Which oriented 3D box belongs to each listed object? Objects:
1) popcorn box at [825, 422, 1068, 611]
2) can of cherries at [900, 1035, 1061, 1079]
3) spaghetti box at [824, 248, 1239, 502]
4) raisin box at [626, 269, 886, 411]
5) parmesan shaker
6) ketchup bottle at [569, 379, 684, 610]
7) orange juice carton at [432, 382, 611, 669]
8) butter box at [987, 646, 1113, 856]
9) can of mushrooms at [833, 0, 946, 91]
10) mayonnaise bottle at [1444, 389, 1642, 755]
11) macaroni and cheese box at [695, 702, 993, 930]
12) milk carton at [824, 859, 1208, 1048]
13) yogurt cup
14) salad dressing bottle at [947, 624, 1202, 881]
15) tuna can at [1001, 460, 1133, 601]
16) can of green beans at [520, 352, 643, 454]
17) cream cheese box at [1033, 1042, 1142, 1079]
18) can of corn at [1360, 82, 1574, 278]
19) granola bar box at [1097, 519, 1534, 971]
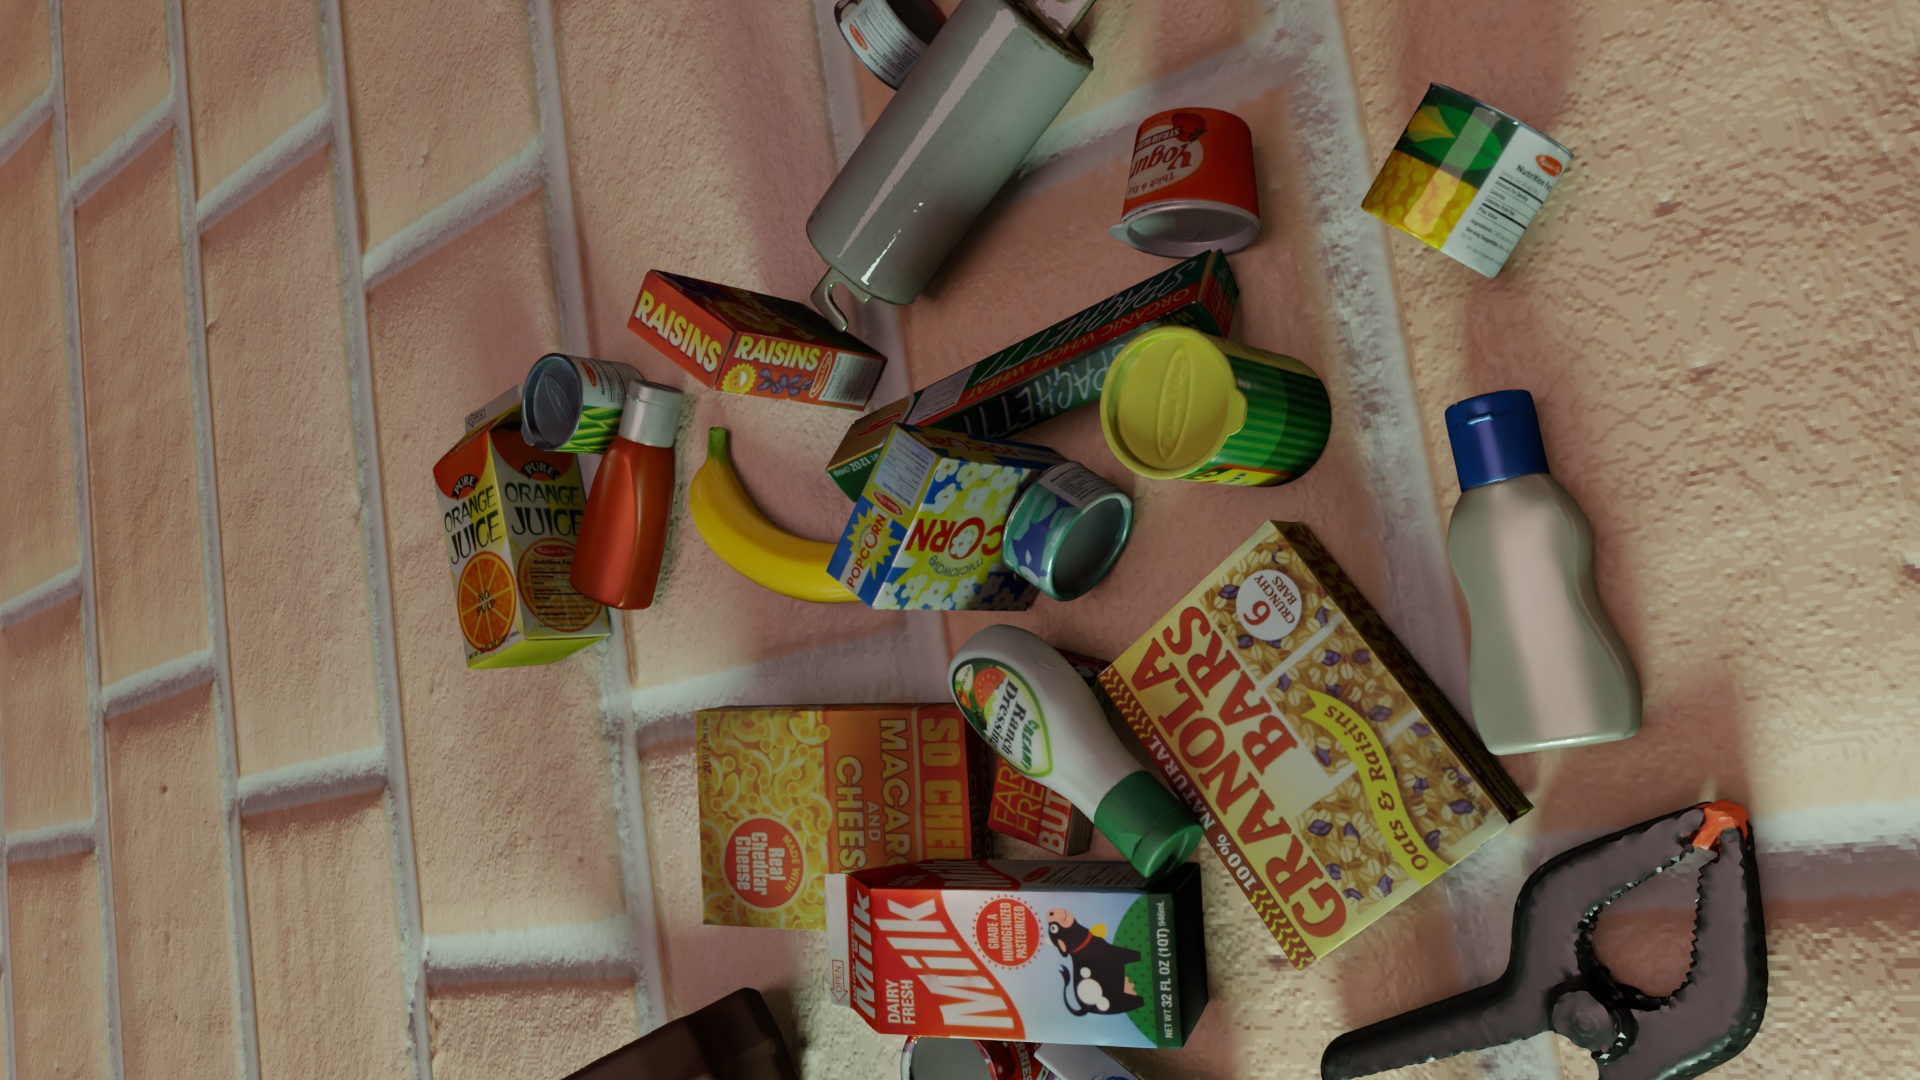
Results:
[{"bbox_3d":[0.003,-0.009,0.705,0.038,0.127,0.085,38,111,35],"label":"popcorn box"},{"bbox_3d":[0.013,0.275,0.731,0.071,0.058,0.071,-1,88,38],"label":"can of cherries"},{"bbox_3d":[0.032,-0.082,0.732,0.249,0.050,0.028,-21,120,35],"label":"spaghetti box"},{"bbox_3d":[-0.116,-0.114,0.802,0.086,0.123,0.040,37,111,33],"label":"raisin box"},{"bbox_3d":[0.121,-0.057,0.631,0.071,0.103,0.071,-1,88,38],"label":"parmesan shaker"},{"bbox_3d":[-0.219,-0.032,0.928,0.065,0.043,0.148,22,102,35],"label":"ketchup bottle"},{"bbox_3d":[-0.314,-0.012,0.981,0.071,0.073,0.193,-25,74,34],"label":"orange juice carton"},{"bbox_3d":[0.048,0.109,0.730,0.053,0.024,0.103,13,96,38],"label":"butter box"},{"bbox_3d":[-0.036,-0.289,0.785,0.033,0.071,0.071,-36,68,31],"label":"can of mushrooms"},{"bbox_3d":[0.236,0.012,0.581,0.064,0.041,0.148,-15,78,35],"label":"mayonnaise bottle"},{"bbox_3d":[-0.065,0.153,0.780,0.166,0.040,0.123,-3,88,21],"label":"macaroni and cheese box"},{"bbox_3d":[0.020,0.200,0.685,0.190,0.073,0.072,-4,88,20],"label":"milk carton"},{"bbox_3d":[0.111,-0.172,0.669,0.072,0.072,0.054,-3,79,37],"label":"yogurt cup"},{"bbox_3d":[0.054,0.101,0.676,0.148,0.044,0.064,43,132,34],"label":"salad dressing bottle"},{"bbox_3d":[0.054,-0.002,0.704,0.033,0.071,0.071,35,109,32],"label":"tuna can"},{"bbox_3d":[-0.256,-0.092,0.949,0.071,0.058,0.071,-1,88,37],"label":"can of green beans"},{"bbox_3d":[0.087,0.277,0.676,0.104,0.053,0.024,29,73,34],"label":"cream cheese box"},{"bbox_3d":[0.212,-0.153,0.590,0.071,0.071,0.058,40,112,31],"label":"can of corn"},{"bbox_3d":[0.156,0.092,0.639,0.123,0.039,0.166,-47,63,27],"label":"granola bar box"}]
